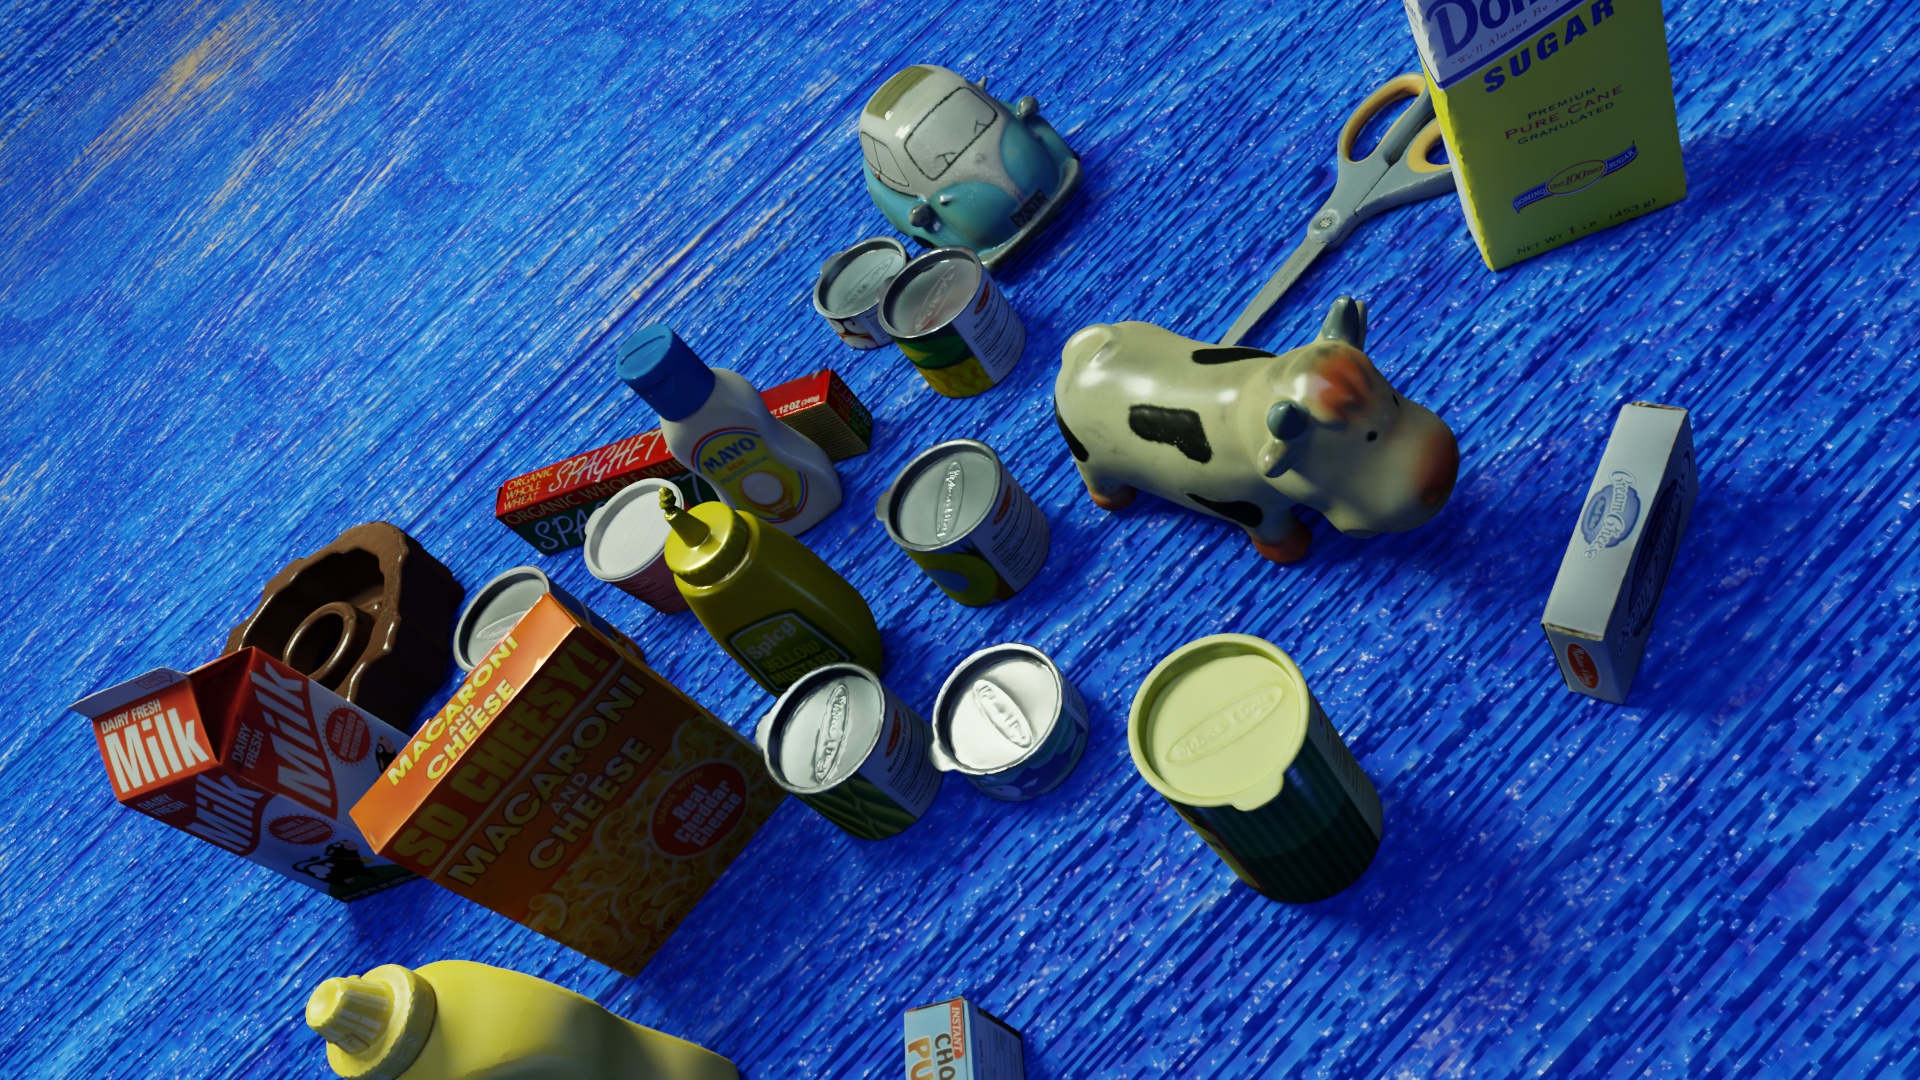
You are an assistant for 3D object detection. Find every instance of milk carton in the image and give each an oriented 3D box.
[{"bbox_3d":[-0.370,0.121,0.747,0.072,0.190,0.074,-21,49,19],"label":"milk carton"}]

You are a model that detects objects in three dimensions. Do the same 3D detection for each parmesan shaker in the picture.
[{"bbox_3d":[0.113,0.090,0.518,0.071,0.102,0.071,-17,50,22],"label":"parmesan shaker"}]

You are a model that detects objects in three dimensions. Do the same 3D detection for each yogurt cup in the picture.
[{"bbox_3d":[-0.174,0.006,0.802,0.072,0.053,0.073,-17,50,22],"label":"yogurt cup"}]

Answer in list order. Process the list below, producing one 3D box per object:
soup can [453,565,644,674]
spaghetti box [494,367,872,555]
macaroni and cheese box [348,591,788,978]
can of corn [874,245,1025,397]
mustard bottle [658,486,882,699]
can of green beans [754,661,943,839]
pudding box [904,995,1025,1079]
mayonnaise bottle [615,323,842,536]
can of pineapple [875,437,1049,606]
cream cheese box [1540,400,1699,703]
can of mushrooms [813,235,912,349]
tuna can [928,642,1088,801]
[{"bbox_3d":[-0.227,0.066,0.771,0.071,0.083,0.072,-17,50,22],"label":"soup can"},{"bbox_3d":[-0.172,-0.044,0.841,0.249,0.050,0.029,-16,50,23],"label":"spaghetti box"},{"bbox_3d":[-0.170,0.117,0.637,0.124,0.166,0.040,-50,46,-9],"label":"macaroni and cheese box"},{"bbox_3d":[-0.006,-0.123,0.788,0.071,0.058,0.071,-17,50,22],"label":"can of corn"},{"bbox_3d":[-0.097,0.025,0.664,0.065,0.159,0.049,-26,47,15],"label":"mustard bottle"},{"bbox_3d":[-0.049,0.099,0.648,0.071,0.057,0.071,-17,50,22],"label":"can of green beans"},{"bbox_3d":[0.004,0.223,0.526,0.030,0.049,0.084,-21,48,19],"label":"pudding box"},{"bbox_3d":[-0.126,-0.057,0.752,0.064,0.147,0.041,-29,46,12],"label":"mayonnaise bottle"},{"bbox_3d":[0.002,-0.009,0.696,0.071,0.057,0.071,-17,50,22],"label":"can of pineapple"},{"bbox_3d":[0.252,0.004,0.527,0.024,0.053,0.104,13,65,39],"label":"cream cheese box"},{"bbox_3d":[-0.056,-0.154,0.861,0.071,0.033,0.071,-17,50,22],"label":"can of mushrooms"},{"bbox_3d":[0.021,0.084,0.631,0.071,0.032,0.071,-17,50,22],"label":"tuna can"}]
